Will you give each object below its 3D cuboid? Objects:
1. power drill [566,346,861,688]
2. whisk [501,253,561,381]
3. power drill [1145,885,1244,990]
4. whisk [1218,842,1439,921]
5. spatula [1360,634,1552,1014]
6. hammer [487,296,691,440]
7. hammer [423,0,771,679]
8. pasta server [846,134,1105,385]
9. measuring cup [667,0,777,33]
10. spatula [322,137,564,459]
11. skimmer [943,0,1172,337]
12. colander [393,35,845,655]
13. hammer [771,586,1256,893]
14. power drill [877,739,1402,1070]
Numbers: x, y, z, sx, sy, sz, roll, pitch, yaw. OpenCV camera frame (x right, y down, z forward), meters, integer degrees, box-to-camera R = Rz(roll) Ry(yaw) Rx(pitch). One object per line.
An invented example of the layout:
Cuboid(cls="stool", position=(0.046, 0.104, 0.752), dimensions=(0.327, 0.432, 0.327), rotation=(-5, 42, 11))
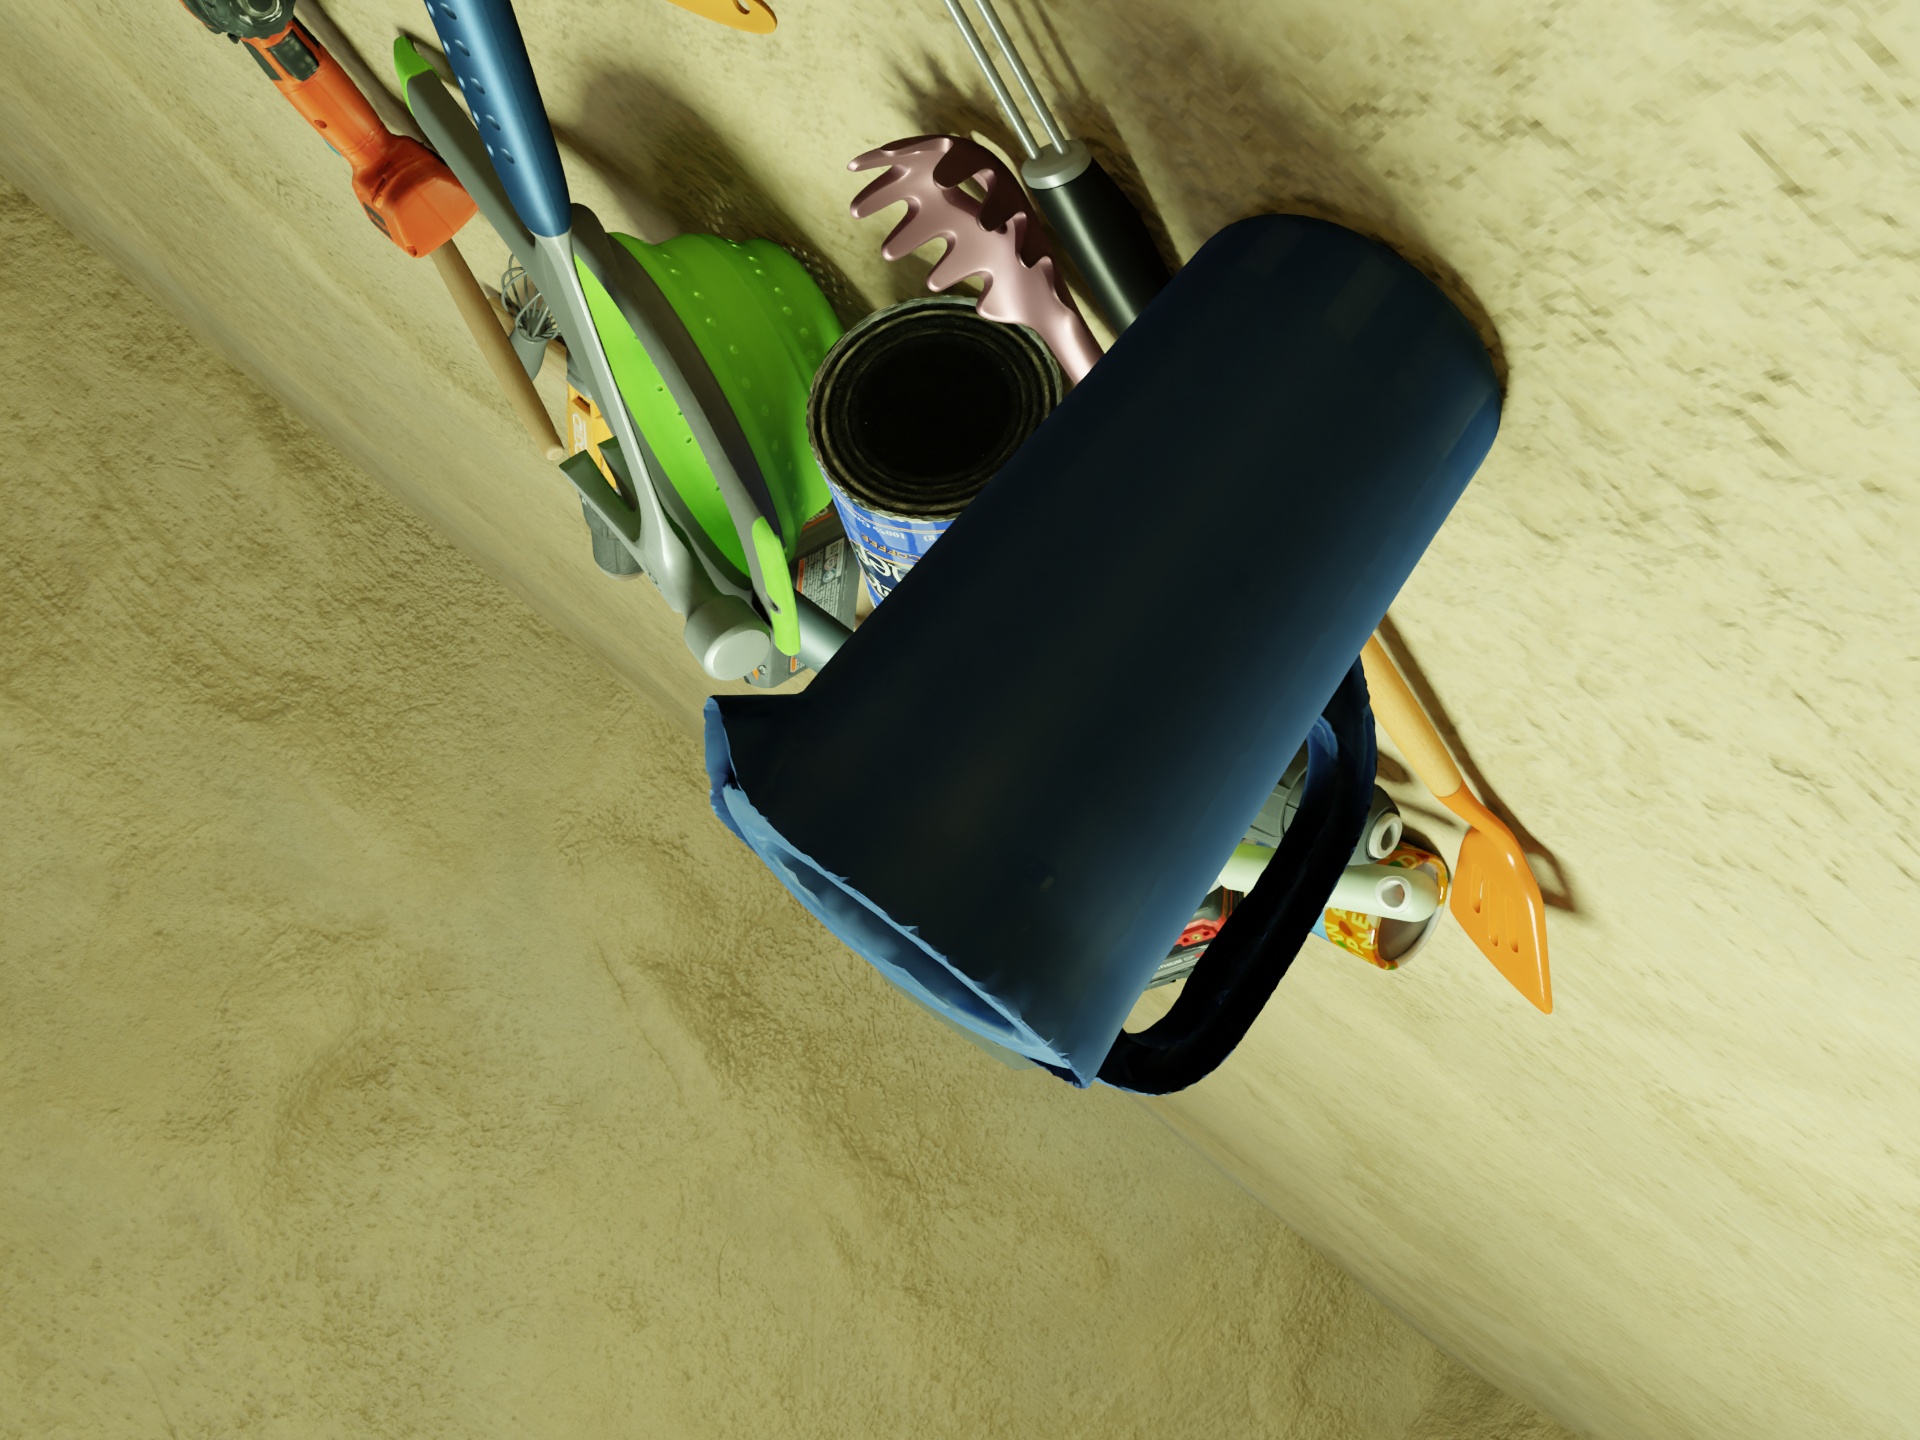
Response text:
Cuboid(cls="power drill", position=(-0.166, -0.116, 0.997), dimensions=(0.226, 0.084, 0.185), rotation=(41, 144, 24))
Cuboid(cls="whisk", position=(-0.271, -0.246, 1.004), dimensions=(0.055, 0.055, 0.239), rotation=(41, 162, -14))
Cuboid(cls="power drill", position=(0.068, 0.093, 1.059), dimensions=(0.188, 0.080, 0.226), rotation=(-23, 130, 28))
Cuboid(cls="whisk", position=(0.136, 0.076, 0.840), dimensions=(0.246, 0.058, 0.059), rotation=(6, 180, 42))
Cuboid(cls="spatula", position=(0.192, 0.020, 0.682), dimensions=(0.322, 0.041, 0.081), rotation=(46, -173, -38))
Cuboid(cls="hammer", position=(-0.208, -0.198, 1.093), dimensions=(0.331, 0.031, 0.130), rotation=(35, 167, 17))
Cuboid(cls="hammer", position=(-0.153, -0.179, 0.587), dimensions=(0.144, 0.035, 0.405), rotation=(50, 163, 30))
Cuboid(cls="pasta server", position=(0.069, -0.092, 0.603), dimensions=(0.060, 0.040, 0.316), rotation=(7, 143, 54))
Cuboid(cls="measuring cup", position=(-0.112, -0.269, 0.506), dimensions=(0.174, 0.052, 0.095), rotation=(32, 167, 19))
Cuboid(cls="spatula", position=(-0.323, -0.277, 0.971), dimensions=(0.318, 0.044, 0.082), rotation=(58, 171, 18))
Cuboid(cls="skimmer", position=(-0.015, -0.181, 0.440), dimensions=(0.127, 0.090, 0.362), rotation=(14, 156, 42))
Cuboid(cls="colander", position=(-0.151, -0.216, 0.768), dimensions=(0.397, 0.094, 0.204), rotation=(53, 165, 21))
Cuboid(cls="hammer", position=(-0.001, -0.003, 0.905), dimensions=(0.386, 0.038, 0.143), rotation=(36, 127, -22))
Cuboid(cls="power drill", position=(0.080, 0.063, 0.773), dimensions=(0.191, 0.228, 0.080), rotation=(26, 139, 42))
